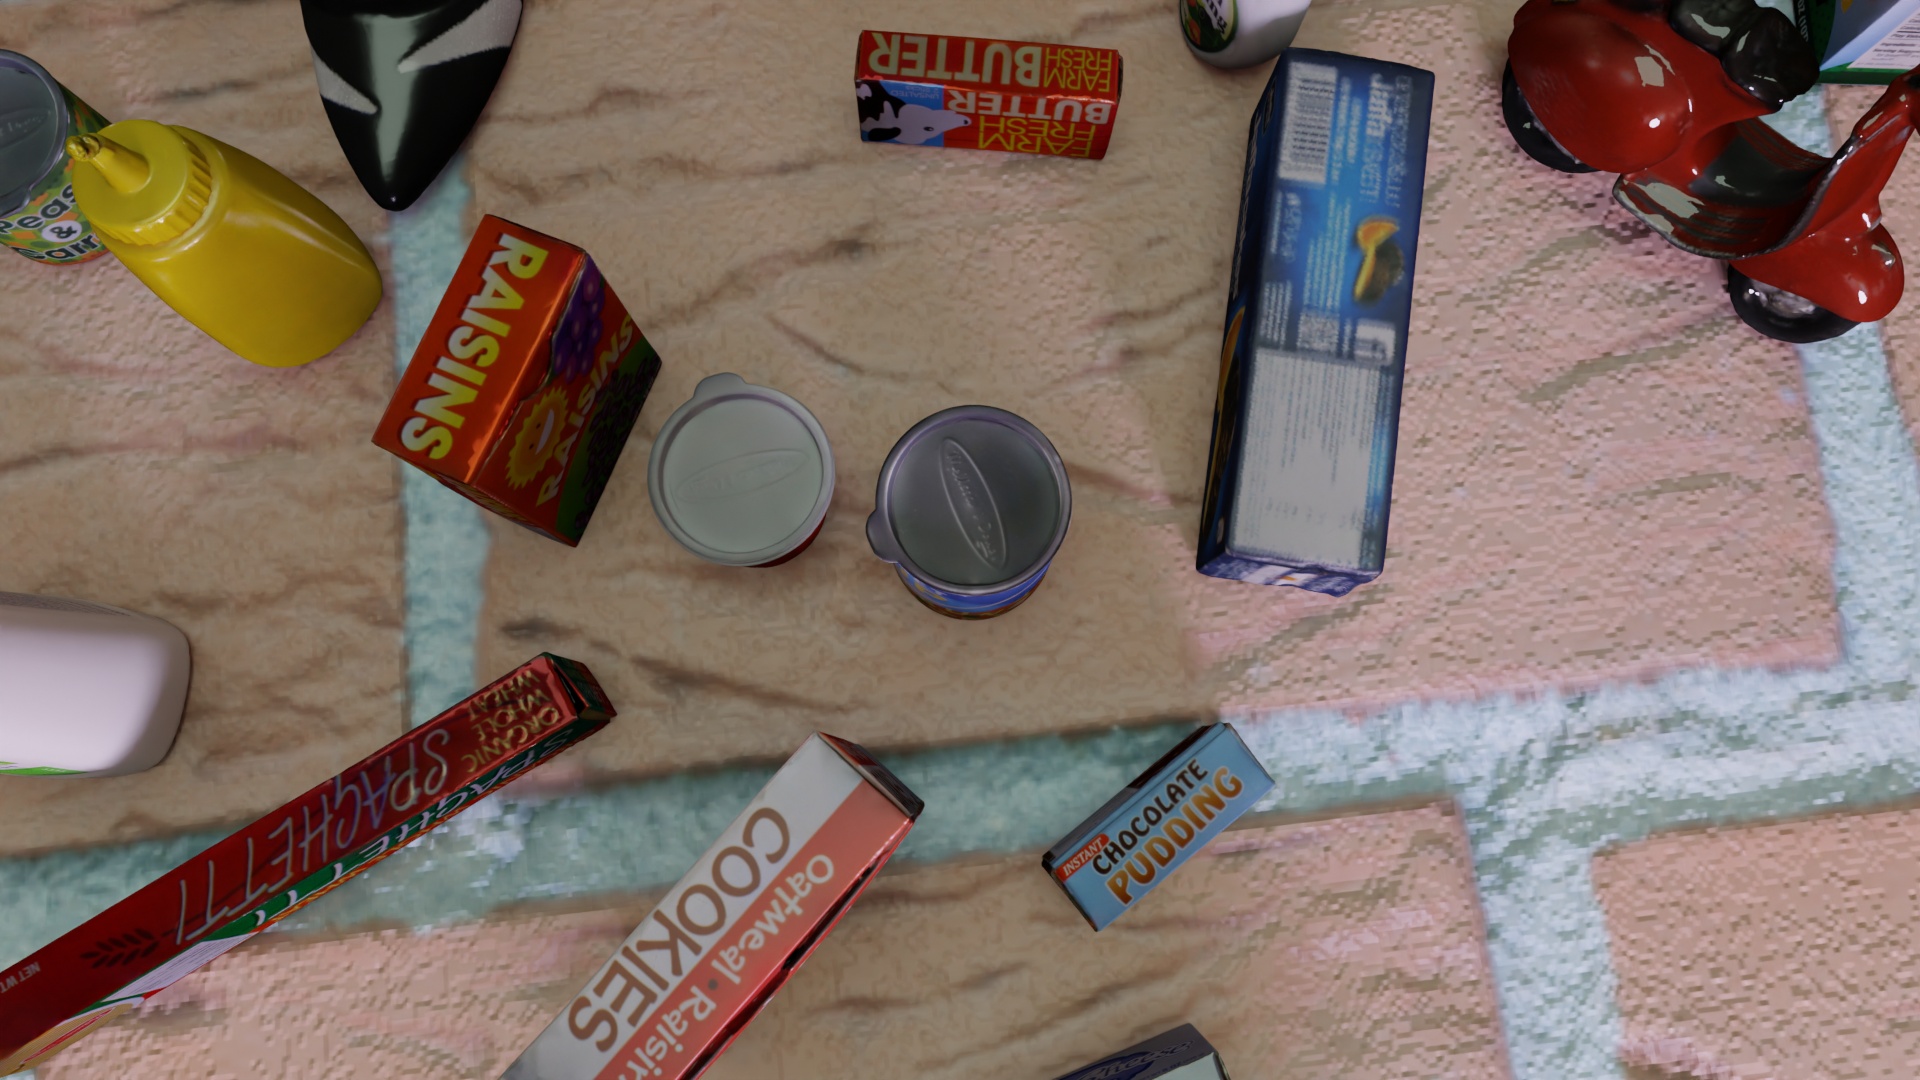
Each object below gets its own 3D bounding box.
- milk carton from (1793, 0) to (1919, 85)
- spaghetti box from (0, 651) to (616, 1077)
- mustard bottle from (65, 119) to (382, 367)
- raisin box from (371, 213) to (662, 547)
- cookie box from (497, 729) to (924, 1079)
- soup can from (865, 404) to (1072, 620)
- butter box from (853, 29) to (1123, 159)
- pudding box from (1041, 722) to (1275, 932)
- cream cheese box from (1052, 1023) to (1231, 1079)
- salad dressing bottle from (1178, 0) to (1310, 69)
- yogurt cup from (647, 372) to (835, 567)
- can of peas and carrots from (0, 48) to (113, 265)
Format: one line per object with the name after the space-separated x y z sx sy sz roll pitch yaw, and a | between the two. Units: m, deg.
0.392 -0.243 0.502 0.073 0.190 0.072 2 80 0 | milk carton
-0.243 0.116 0.501 0.250 0.050 0.029 -31 82 -6 | spaghetti box
-0.261 -0.109 0.487 0.065 0.160 0.049 -43 83 -7 | mustard bottle
-0.152 -0.051 0.496 0.040 0.123 0.086 23 81 4 | raisin box
-0.065 0.121 0.443 0.040 0.167 0.123 41 82 6 | cookie box
0.002 -0.006 0.509 0.071 0.083 0.071 0 80 0 | soup can
0.011 -0.178 0.556 0.103 0.053 0.024 5 80 0 | butter box
0.071 0.103 0.507 0.084 0.049 0.030 -38 82 -7 | pudding box
0.042 0.204 0.486 0.104 0.053 0.024 -21 81 -4 | cream cheese box
0.115 -0.233 0.520 0.044 0.147 0.064 -13 80 -2 | salad dressing bottle
-0.080 -0.020 0.526 0.072 0.054 0.072 0 80 0 | yogurt cup
-0.365 -0.146 0.544 0.071 0.058 0.071 0 80 0 | can of peas and carrots
